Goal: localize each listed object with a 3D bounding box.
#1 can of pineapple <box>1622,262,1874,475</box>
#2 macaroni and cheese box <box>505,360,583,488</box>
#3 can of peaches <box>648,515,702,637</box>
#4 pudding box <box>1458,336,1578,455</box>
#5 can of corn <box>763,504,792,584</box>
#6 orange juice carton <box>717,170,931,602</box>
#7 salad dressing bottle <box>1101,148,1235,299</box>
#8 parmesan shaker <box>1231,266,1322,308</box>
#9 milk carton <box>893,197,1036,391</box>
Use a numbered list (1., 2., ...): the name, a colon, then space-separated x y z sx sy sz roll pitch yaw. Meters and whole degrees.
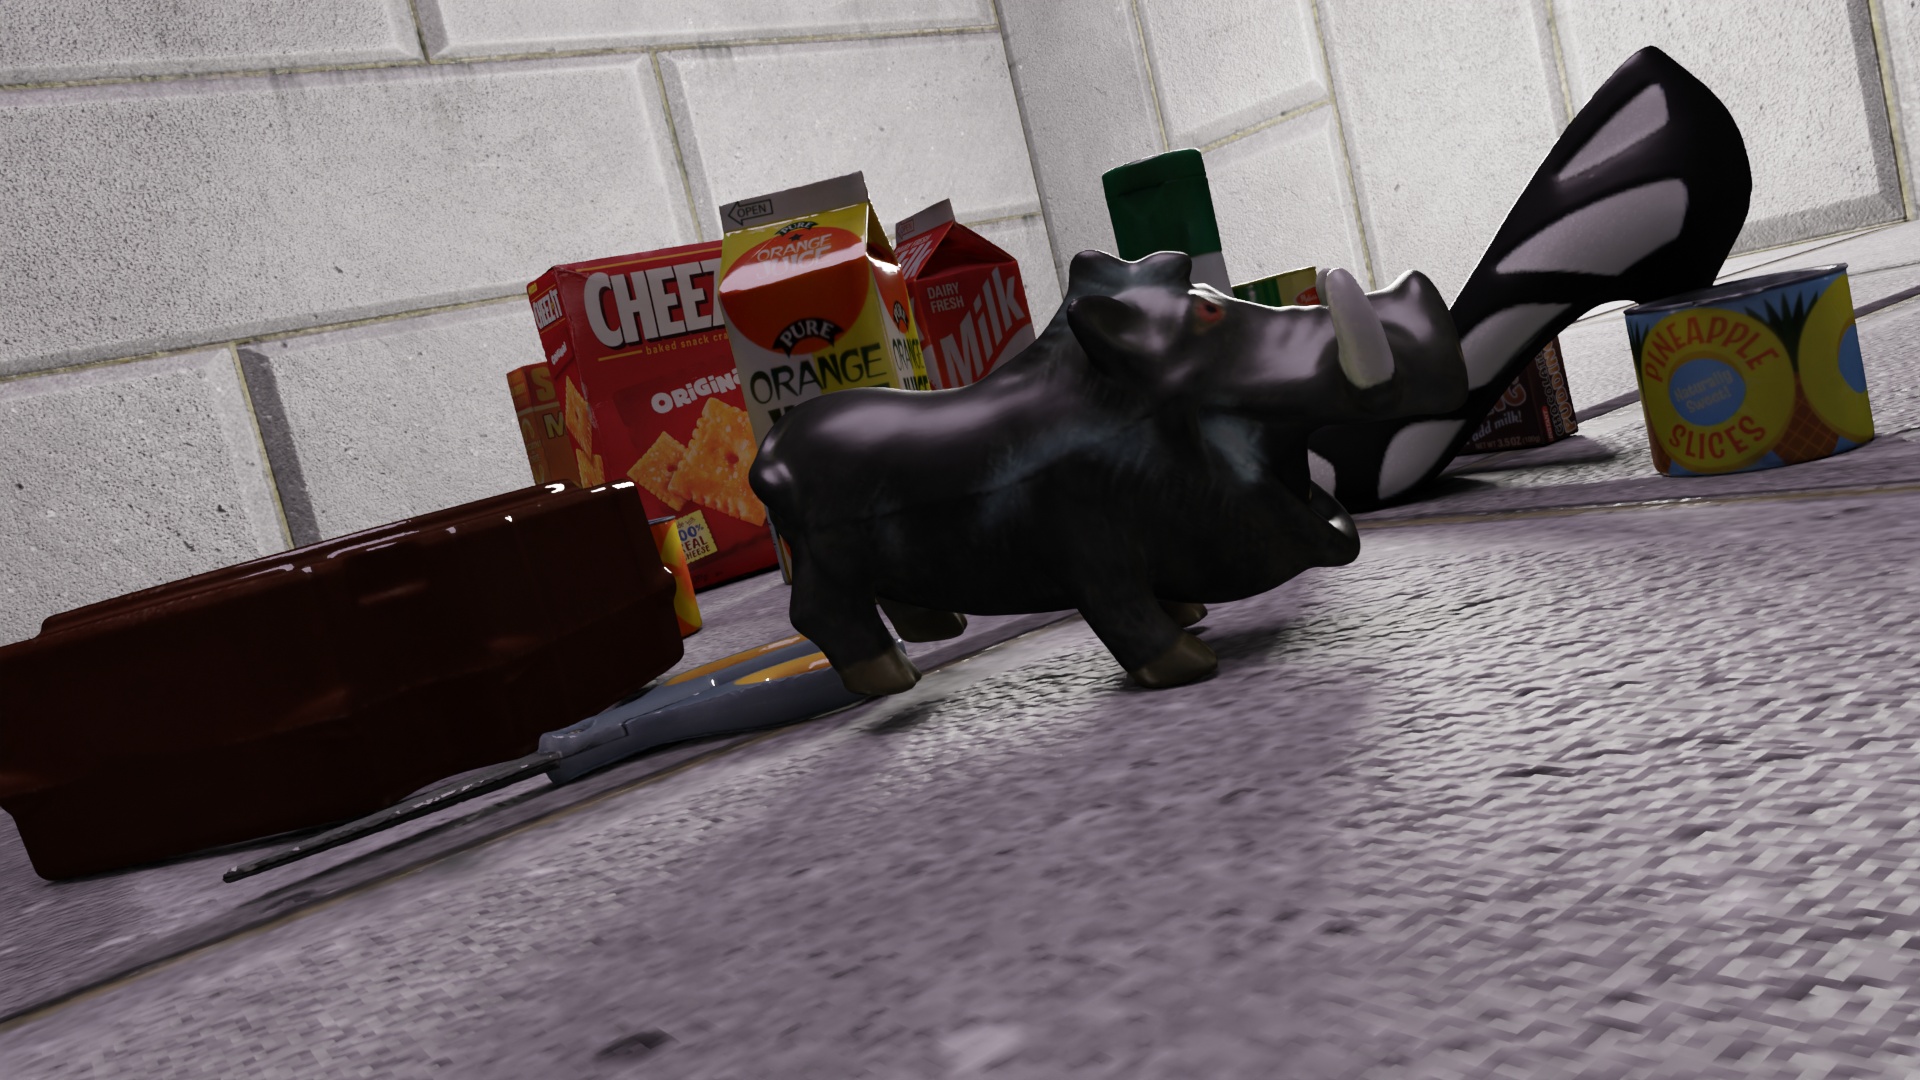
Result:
1. can of pineapple: 0.260 -0.056 0.461 0.071 0.057 0.071 -14 6 2
2. macaroni and cheese box: -0.227 -0.048 0.954 0.124 0.166 0.040 -18 7 -34
3. can of peaches: -0.165 0.024 0.675 0.071 0.058 0.071 -14 6 2
4. pudding box: 0.237 -0.066 0.644 0.030 0.049 0.083 -18 7 -34
5. can of corn: -0.074 -0.011 0.794 0.071 0.058 0.071 -14 6 2
6. orange juice carton: -0.056 -0.069 0.644 0.072 0.192 0.073 -13 6 10
7. salad dressing bottle: 0.084 -0.064 0.502 0.064 0.147 0.044 -10 6 31
8. parmesan shaker: 0.163 -0.085 0.729 0.071 0.103 0.071 -14 6 2
9. milk carton: -0.001 -0.100 0.817 0.074 0.190 0.072 -17 6 -30
